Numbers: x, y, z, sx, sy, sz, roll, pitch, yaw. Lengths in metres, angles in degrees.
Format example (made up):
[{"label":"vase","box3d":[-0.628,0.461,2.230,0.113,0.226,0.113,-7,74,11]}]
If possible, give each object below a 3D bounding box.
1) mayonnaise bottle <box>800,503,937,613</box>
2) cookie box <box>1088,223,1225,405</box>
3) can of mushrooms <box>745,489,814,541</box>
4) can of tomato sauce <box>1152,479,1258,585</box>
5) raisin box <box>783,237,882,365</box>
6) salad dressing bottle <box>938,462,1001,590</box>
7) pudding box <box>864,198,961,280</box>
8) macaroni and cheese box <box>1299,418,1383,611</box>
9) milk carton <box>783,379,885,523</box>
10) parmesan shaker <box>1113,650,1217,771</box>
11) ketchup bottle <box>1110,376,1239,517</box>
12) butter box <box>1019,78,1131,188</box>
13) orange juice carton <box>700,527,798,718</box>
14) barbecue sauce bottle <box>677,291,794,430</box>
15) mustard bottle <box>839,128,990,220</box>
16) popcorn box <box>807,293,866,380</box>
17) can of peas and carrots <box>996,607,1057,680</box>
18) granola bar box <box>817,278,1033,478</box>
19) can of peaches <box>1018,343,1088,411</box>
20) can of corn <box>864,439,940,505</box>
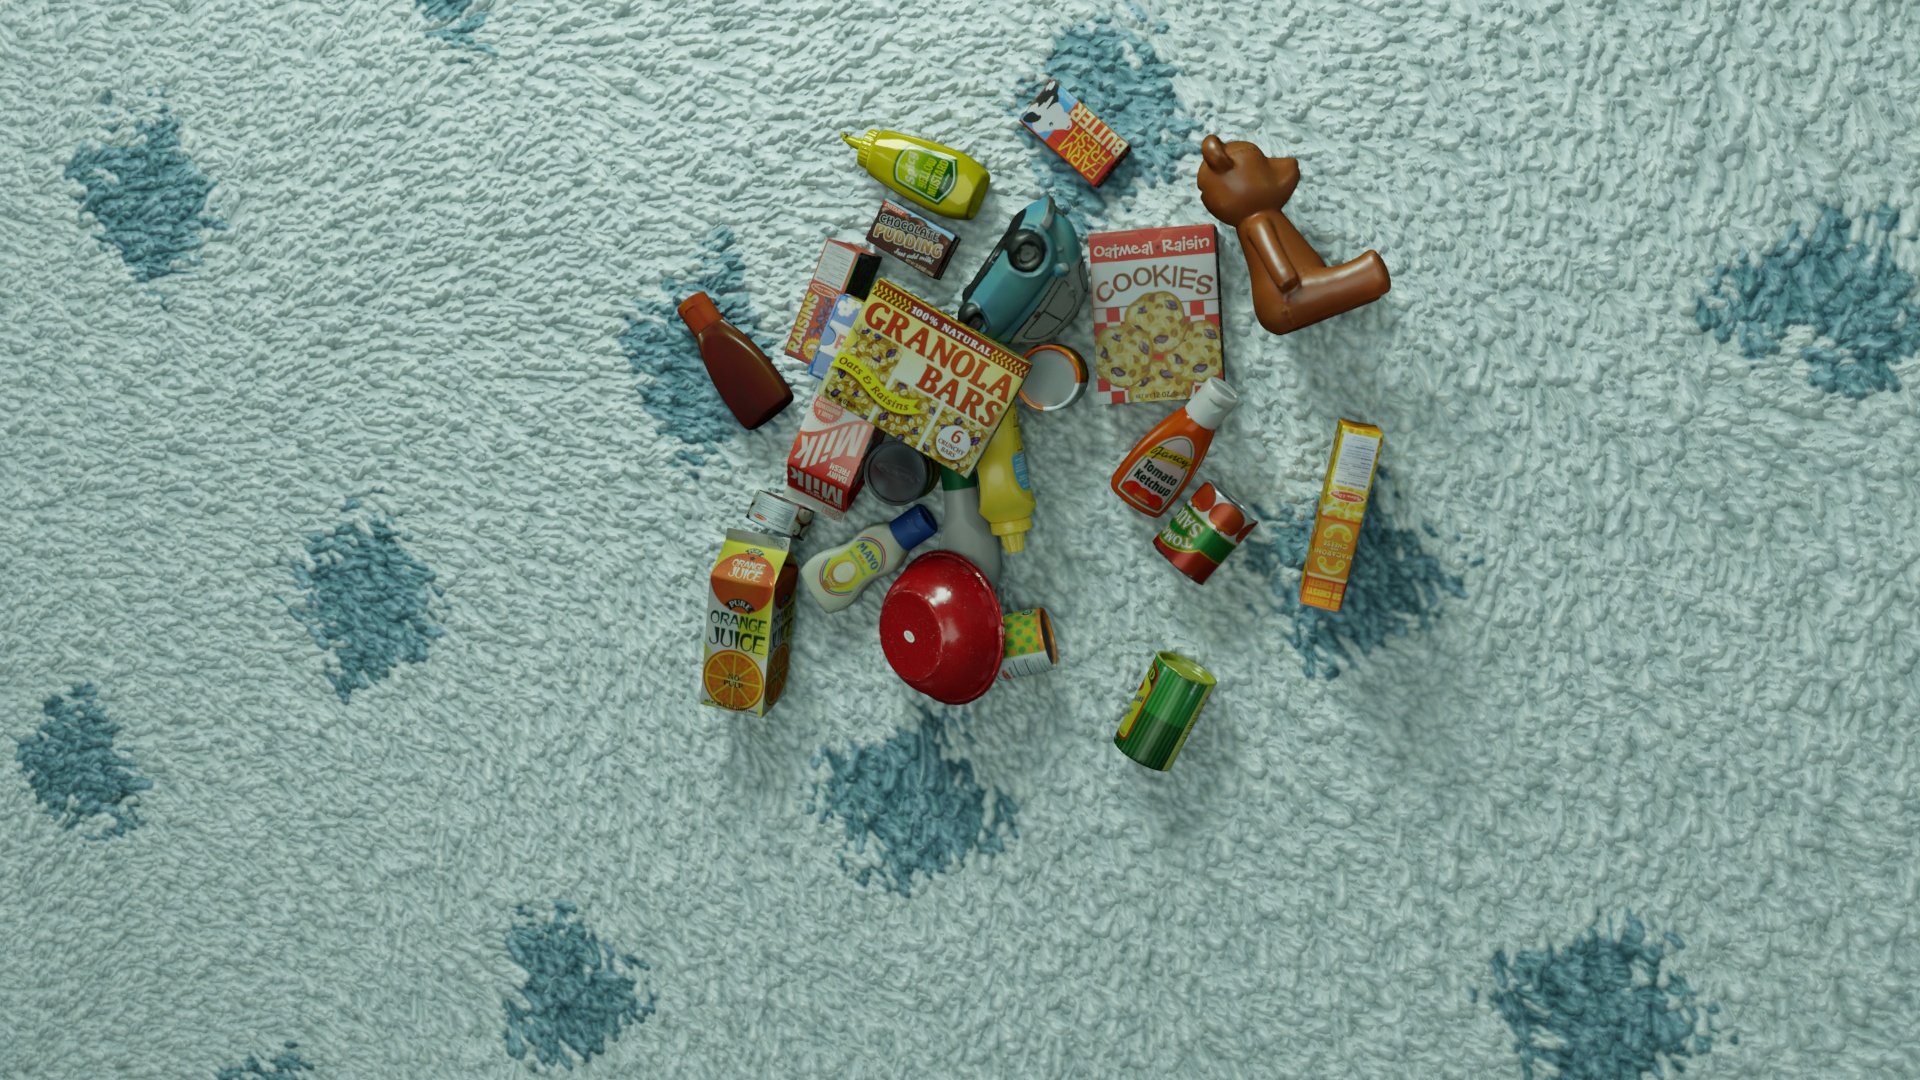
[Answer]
[{"label":"mayonnaise bottle","box3d":[-0.093,0.015,1.451,0.148,0.041,0.065,-33,87,15]},{"label":"cookie box","box3d":[0.193,-0.219,1.356,0.123,0.040,0.167,-3,97,13]},{"label":"can of mushrooms","box3d":[-0.188,-0.027,1.455,0.071,0.071,0.033,22,92,9]},{"label":"can of tomato sauce","box3d":[0.238,-0.009,1.359,0.071,0.071,0.083,41,104,5]},{"label":"raisin box","box3d":[-0.129,-0.239,1.403,0.040,0.086,0.123,24,102,7]},{"label":"salad dressing bottle","box3d":[0.005,-0.018,1.424,0.064,0.044,0.147,-6,95,23]},{"label":"pudding box","box3d":[-0.048,-0.305,1.405,0.084,0.030,0.049,31,102,7]},{"label":"macaroni and cheese box","box3d":[0.356,-0.027,1.301,0.040,0.124,0.166,13,101,12]},{"label":"milk carton","box3d":[-0.117,-0.117,1.422,0.072,0.073,0.190,25,102,6]},{"label":"parmesan shaker","box3d":[0.203,0.171,1.389,0.071,0.071,0.103,27,103,8]},{"label":"ketchup bottle","box3d":[0.211,-0.093,1.346,0.065,0.044,0.148,33,121,-6]},{"label":"butter box","box3d":[0.112,-0.398,1.359,0.103,0.024,0.053,43,103,4]},{"label":"orange juice carton","box3d":[-0.220,0.082,1.459,0.072,0.073,0.192,12,108,11]},{"label":"barbecue sauce bottle","box3d":[-0.241,-0.191,1.457,0.064,0.044,0.148,-36,88,15]},{"label":"mustard bottle","box3d":[-0.052,-0.373,1.387,0.160,0.049,0.065,24,101,9]},{"label":"popcorn box","box3d":[-0.073,-0.176,1.347,0.127,0.038,0.085,24,103,1]},{"label":"can of peas and carrots","box3d":[0.062,0.103,1.416,0.058,0.071,0.071,-13,95,14]},{"label":"granola bar box","box3d":[-0.033,-0.153,1.306,0.165,0.039,0.124,29,101,0]},{"label":"can of peaches","box3d":[0.089,-0.163,1.378,0.071,0.058,0.071,2,99,12]},{"label":"can of corn","box3d":[-0.058,-0.074,1.423,0.071,0.058,0.071,2,98,13]}]
